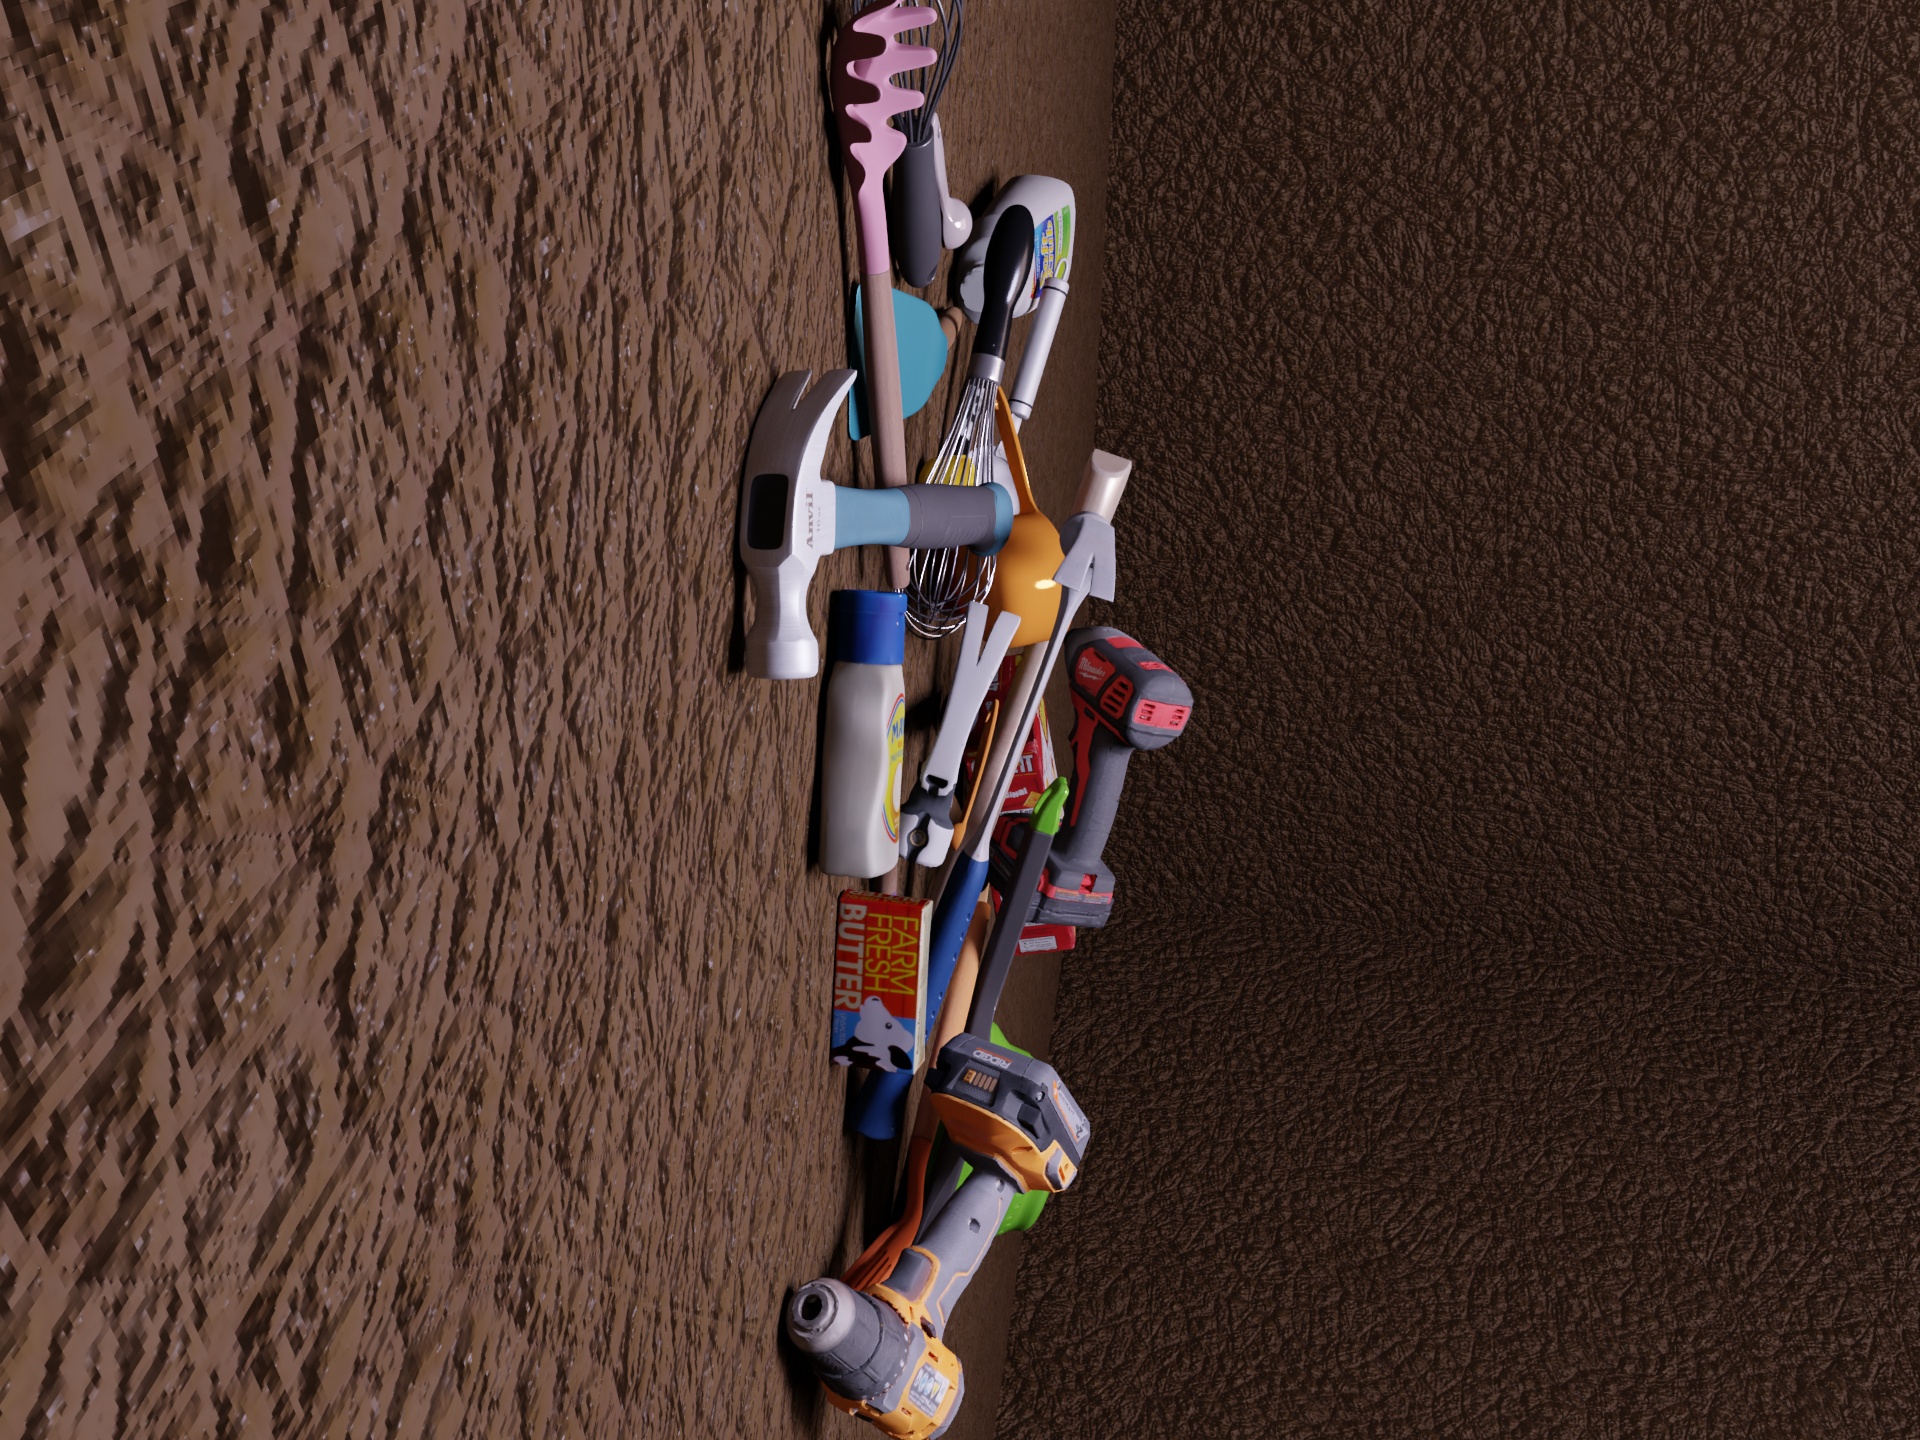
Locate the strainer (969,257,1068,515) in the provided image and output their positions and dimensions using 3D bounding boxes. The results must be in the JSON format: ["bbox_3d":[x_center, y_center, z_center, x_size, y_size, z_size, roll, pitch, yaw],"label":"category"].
[{"bbox_3d":[0.042,-0.226,1.196,0.086,0.050,0.258,20,86,-50],"label":"strainer"}]

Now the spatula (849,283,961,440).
[{"bbox_3d":[-0.025,-0.234,0.967,0.318,0.044,0.082,-79,174,-71],"label":"spatula"}]

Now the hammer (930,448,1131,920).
[{"bbox_3d":[0.041,-0.001,1.179,0.146,0.038,0.410,18,92,-85],"label":"hammer"}]

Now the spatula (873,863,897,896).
[{"bbox_3d":[-0.049,0.089,1.009,0.060,0.018,0.315,-69,163,-54],"label":"spatula"}]

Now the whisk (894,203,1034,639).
[{"bbox_3d":[0.010,-0.189,0.999,0.070,0.070,0.284,42,60,-81],"label":"whisk"}]

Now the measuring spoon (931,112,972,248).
[{"bbox_3d":[-0.006,-0.354,1.043,0.124,0.018,0.034,73,23,-70],"label":"measuring spoon"}]

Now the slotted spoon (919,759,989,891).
[{"bbox_3d":[-0.005,0.084,1.326,0.313,0.031,0.070,69,21,-70],"label":"slotted spoon"}]

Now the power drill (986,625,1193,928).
[{"bbox_3d":[0.091,0.037,1.218,0.143,0.078,0.219,48,-57,54],"label":"power drill"}]

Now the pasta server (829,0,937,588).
[{"bbox_3d":[-0.035,-0.200,0.801,0.060,0.040,0.316,-55,151,-46],"label":"pasta server"}]

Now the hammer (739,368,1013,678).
[{"bbox_3d":[-0.030,-0.099,0.787,0.331,0.033,0.128,-23,115,-72],"label":"hammer"}]

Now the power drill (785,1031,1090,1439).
[{"bbox_3d":[-0.016,0.305,0.955,0.226,0.084,0.185,-60,146,-24],"label":"power drill"}]

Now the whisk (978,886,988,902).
[{"bbox_3d":[0.025,0.107,1.520,0.051,0.047,0.245,-67,164,-72],"label":"whisk"}]

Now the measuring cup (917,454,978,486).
[{"bbox_3d":[-0.006,-0.111,1.103,0.062,0.029,0.156,-59,150,-50],"label":"measuring cup"}]

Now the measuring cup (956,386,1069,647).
[{"bbox_3d":[0.023,-0.132,1.044,0.095,0.052,0.173,-175,-110,-68],"label":"measuring cup"}]

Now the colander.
[{"bbox_3d":[0.045,0.236,1.158,0.204,0.094,0.397,-88,-165,-76],"label":"colander"}]

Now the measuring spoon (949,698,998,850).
[{"bbox_3d":[0.007,0.035,1.086,0.021,0.011,0.117,131,-22,-61],"label":"measuring spoon"}]

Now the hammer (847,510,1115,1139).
[{"bbox_3d":[0.012,0.072,0.959,0.144,0.035,0.405,-76,-174,-77],"label":"hammer"}]

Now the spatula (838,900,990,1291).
[{"bbox_3d":[-0.029,0.259,1.073,0.081,0.041,0.323,83,19,-52],"label":"spatula"}]

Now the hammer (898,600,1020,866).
[{"bbox_3d":[-0.002,-0.003,1.073,0.409,0.036,0.149,-77,-174,-86],"label":"hammer"}]

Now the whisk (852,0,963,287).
[{"bbox_3d":[-0.025,-0.309,0.831,0.238,0.055,0.055,90,8,-66],"label":"whisk"}]
